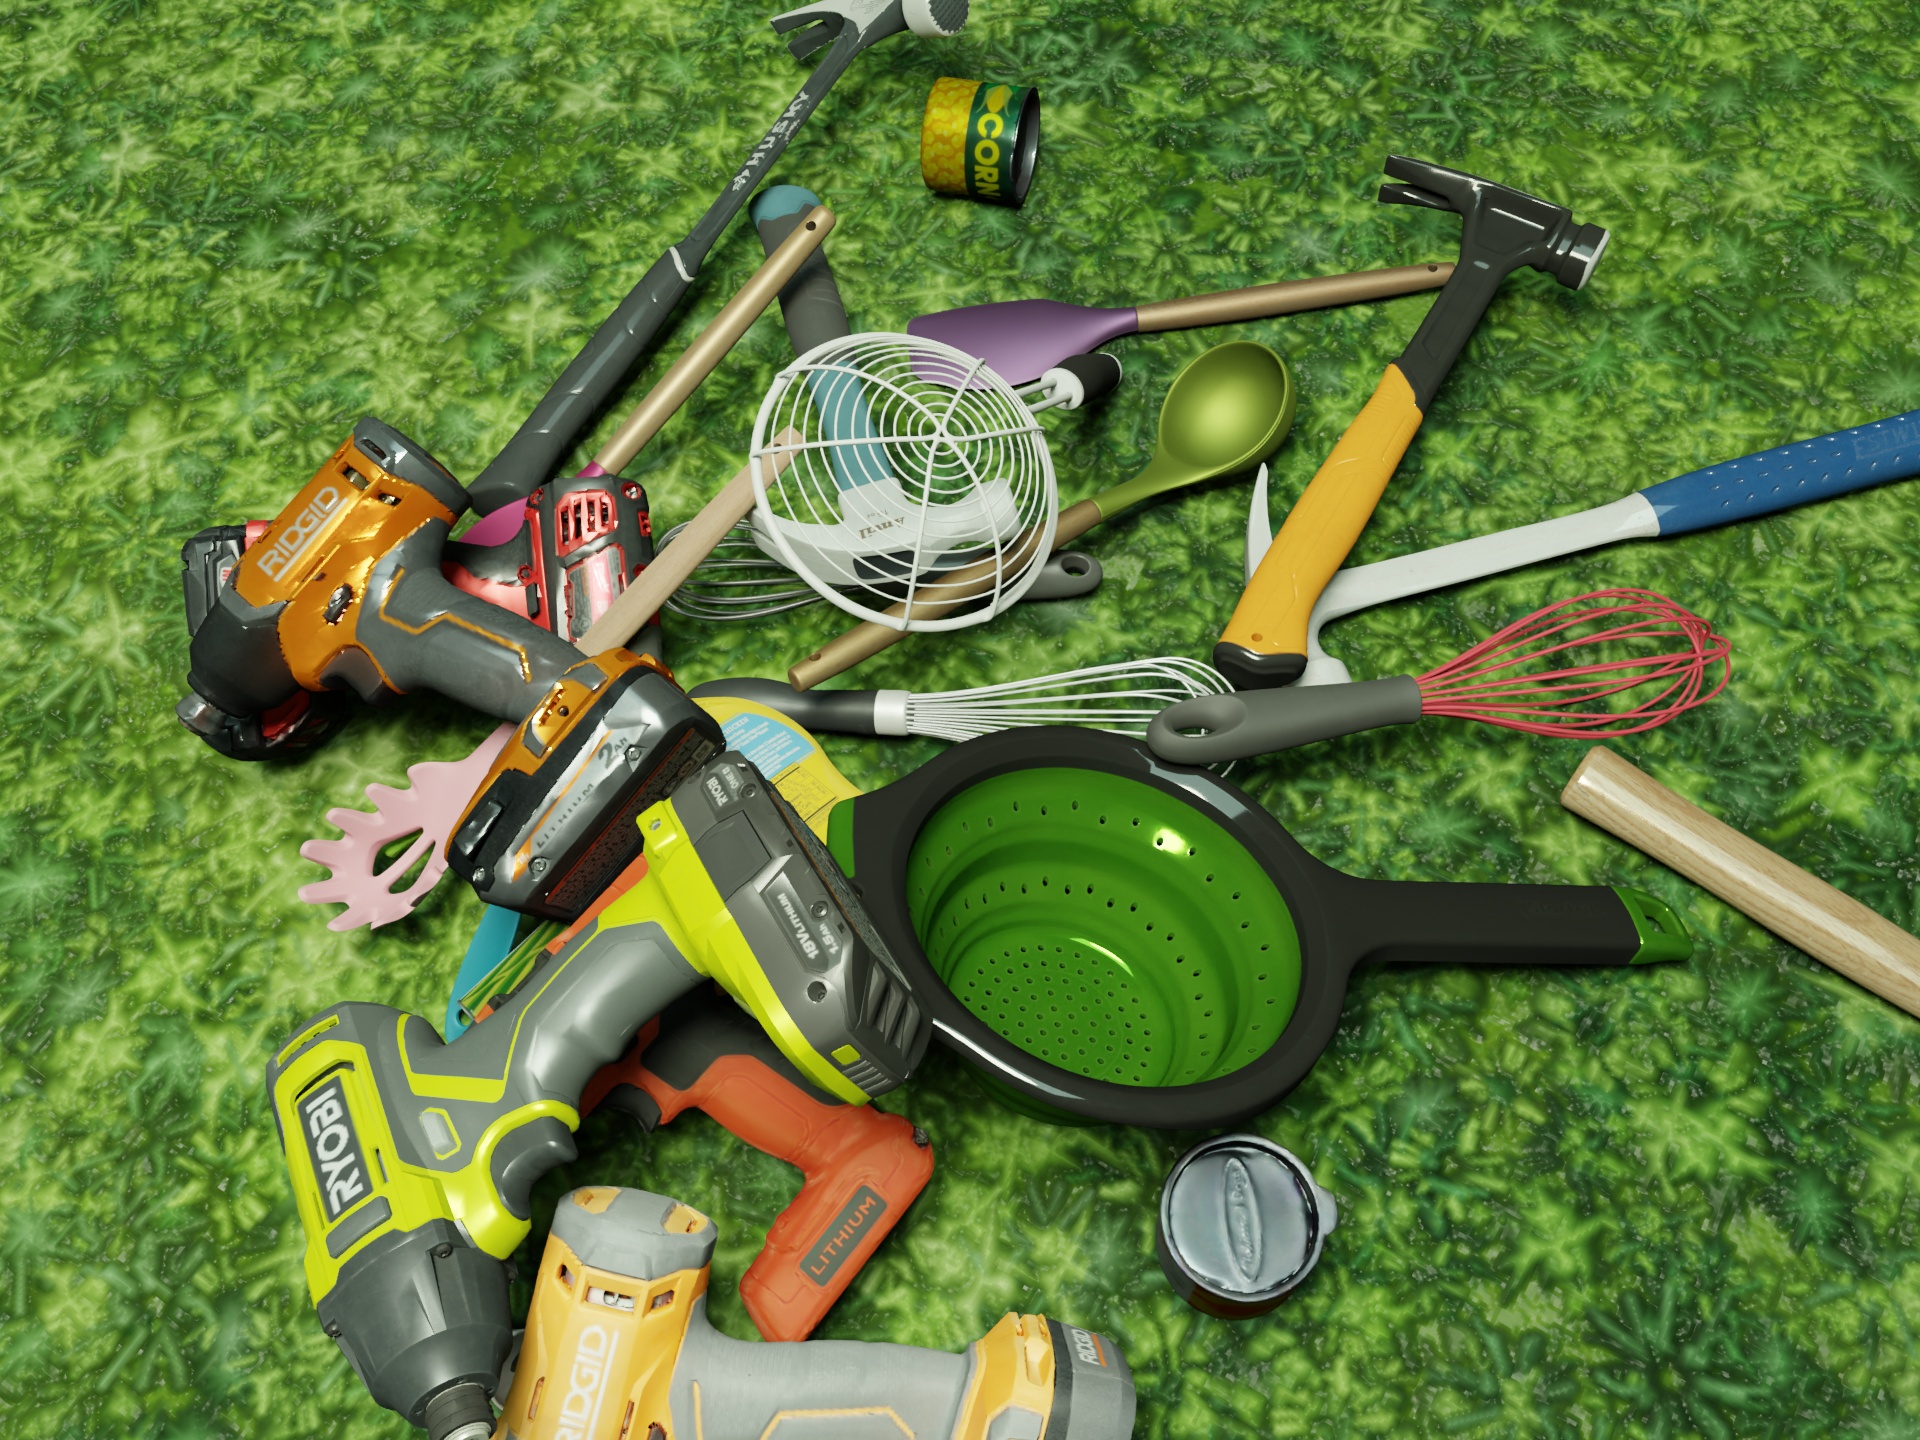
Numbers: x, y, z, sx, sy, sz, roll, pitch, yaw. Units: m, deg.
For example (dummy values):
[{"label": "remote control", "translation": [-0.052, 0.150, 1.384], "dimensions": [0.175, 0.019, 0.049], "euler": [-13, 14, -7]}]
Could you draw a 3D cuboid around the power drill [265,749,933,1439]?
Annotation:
[{"label": "power drill", "translation": [-0.130, 0.129, 0.562], "dimensions": [0.223, 0.080, 0.171], "euler": [-36, 51, -1]}]

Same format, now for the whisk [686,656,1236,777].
[{"label": "whisk", "translation": [-0.001, -0.002, 0.784], "dimensions": [0.284, 0.070, 0.070], "euler": [2, 63, 10]}]

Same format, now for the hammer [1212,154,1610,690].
[{"label": "hammer", "translation": [0.211, -0.156, 0.817], "dimensions": [0.127, 0.034, 0.337], "euler": [27, 68, 15]}]

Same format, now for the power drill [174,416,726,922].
[{"label": "power drill", "translation": [-0.235, -0.011, 0.703], "dimensions": [0.226, 0.084, 0.164], "euler": [38, 85, 16]}]

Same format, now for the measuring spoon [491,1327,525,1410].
[{"label": "measuring spoon", "translation": [-0.215, 0.254, 0.689], "dimensions": [0.124, 0.018, 0.034], "euler": [31, 70, 26]}]

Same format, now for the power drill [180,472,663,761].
[{"label": "power drill", "translation": [-0.260, -0.042, 0.799], "dimensions": [0.219, 0.078, 0.143], "euler": [-7, 89, -5]}]

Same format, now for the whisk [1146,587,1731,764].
[{"label": "whisk", "translation": [0.226, -0.013, 0.742], "dimensions": [0.295, 0.073, 0.073], "euler": [-9, 62, -12]}]

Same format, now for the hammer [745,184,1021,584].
[{"label": "hammer", "translation": [-0.070, -0.194, 0.861], "dimensions": [0.128, 0.033, 0.331], "euler": [-17, 50, -1]}]

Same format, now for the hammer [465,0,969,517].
[{"label": "hammer", "translation": [-0.155, -0.281, 0.924], "dimensions": [0.149, 0.036, 0.409], "euler": [19, 70, 45]}]

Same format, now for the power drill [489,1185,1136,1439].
[{"label": "power drill", "translation": [-0.065, 0.290, 0.592], "dimensions": [0.226, 0.084, 0.185], "euler": [15, 87, -1]}]

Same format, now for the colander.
[{"label": "colander", "translation": [0.132, 0.109, 0.702], "dimensions": [0.397, 0.094, 0.205], "euler": [3, 44, -14]}]

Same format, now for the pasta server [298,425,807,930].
[{"label": "pasta server", "translation": [-0.186, -0.024, 0.753], "dimensions": [0.060, 0.040, 0.316], "euler": [42, 87, 12]}]

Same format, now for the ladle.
[{"label": "ladle", "translation": [0.045, -0.104, 0.802], "dimensions": [0.320, 0.062, 0.078], "euler": [-31, 42, -23]}]

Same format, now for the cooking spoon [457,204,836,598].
[{"label": "cooking spoon", "translation": [-0.174, -0.153, 0.853], "dimensions": [0.069, 0.017, 0.319], "euler": [40, 88, 11]}]

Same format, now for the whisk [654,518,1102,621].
[{"label": "whisk", "translation": [-0.045, -0.079, 0.833], "dimensions": [0.239, 0.055, 0.055], "euler": [1, 62, 0]}]

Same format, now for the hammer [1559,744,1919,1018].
[{"label": "hammer", "translation": [0.420, 0.115, 0.703], "dimensions": [0.331, 0.031, 0.130], "euler": [34, 69, 20]}]

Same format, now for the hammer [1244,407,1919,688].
[{"label": "hammer", "translation": [0.343, -0.110, 0.824], "dimensions": [0.405, 0.035, 0.144], "euler": [-15, 63, -4]}]

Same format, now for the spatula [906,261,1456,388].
[{"label": "spatula", "translation": [0.127, -0.232, 0.913], "dimensions": [0.316, 0.018, 0.060], "euler": [-9, 66, 1]}]

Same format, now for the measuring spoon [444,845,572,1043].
[{"label": "measuring spoon", "translation": [-0.211, 0.094, 0.748], "dimensions": [0.042, 0.021, 0.128], "euler": [25, 96, 16]}]

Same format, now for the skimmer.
[{"label": "skimmer", "translation": [0.014, -0.131, 0.742], "dimensions": [0.090, 0.363, 0.127], "euler": [-42, 92, 21]}]
